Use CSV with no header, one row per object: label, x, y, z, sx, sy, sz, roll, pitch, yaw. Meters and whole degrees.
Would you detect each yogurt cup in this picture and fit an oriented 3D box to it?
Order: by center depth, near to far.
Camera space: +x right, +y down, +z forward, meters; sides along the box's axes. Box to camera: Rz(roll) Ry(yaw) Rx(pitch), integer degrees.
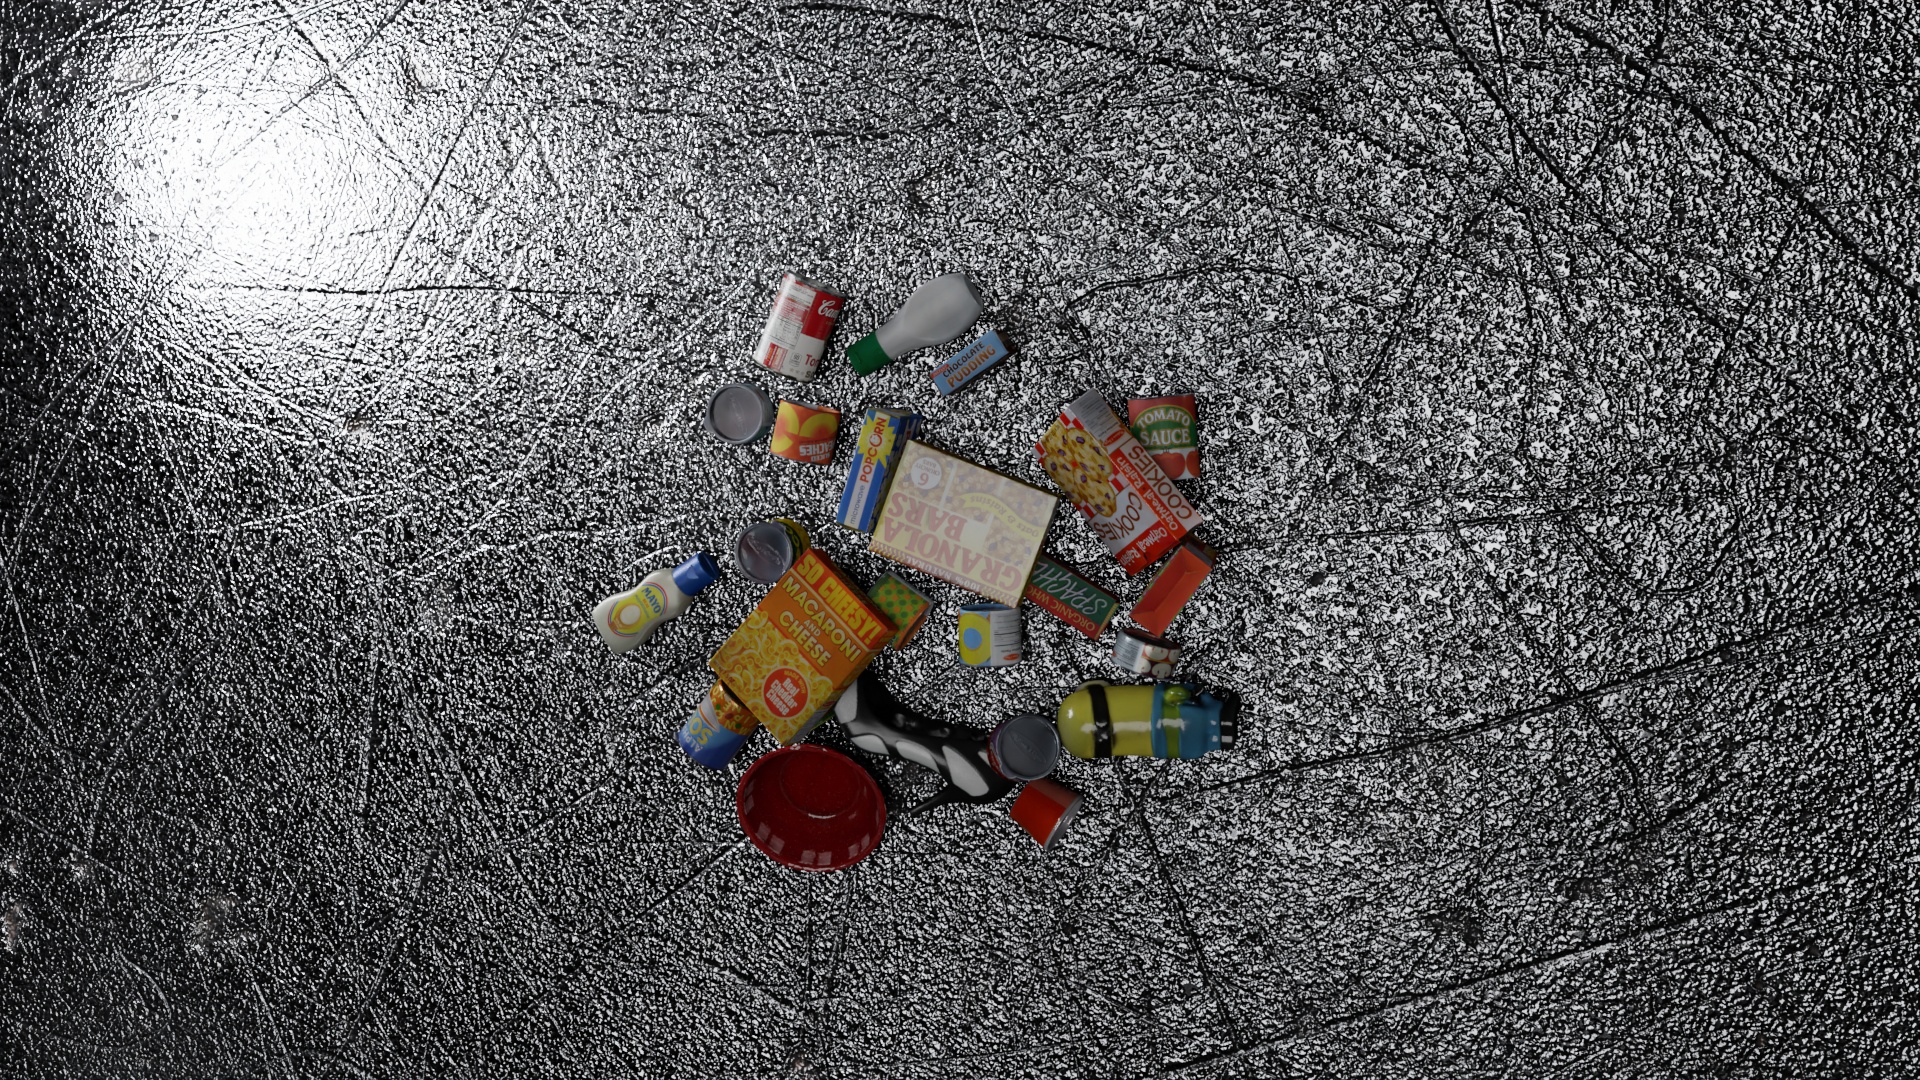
yogurt cup,0.088,0.279,1.443,0.054,0.072,0.072,33,102,17

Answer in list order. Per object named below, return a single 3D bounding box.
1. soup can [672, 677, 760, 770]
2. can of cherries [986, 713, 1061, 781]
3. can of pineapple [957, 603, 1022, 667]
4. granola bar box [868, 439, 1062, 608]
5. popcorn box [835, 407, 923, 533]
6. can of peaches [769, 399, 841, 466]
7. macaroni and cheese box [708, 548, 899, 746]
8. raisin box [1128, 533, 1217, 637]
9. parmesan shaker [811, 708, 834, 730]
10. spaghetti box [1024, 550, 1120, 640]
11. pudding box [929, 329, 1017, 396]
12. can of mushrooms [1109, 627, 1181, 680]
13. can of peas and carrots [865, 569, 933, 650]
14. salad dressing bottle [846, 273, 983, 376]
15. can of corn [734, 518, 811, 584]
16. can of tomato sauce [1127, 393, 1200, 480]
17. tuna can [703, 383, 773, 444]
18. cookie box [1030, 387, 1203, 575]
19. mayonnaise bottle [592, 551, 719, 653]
soup can,-0.262,0.198,1.520,0.071,0.071,0.083,39,103,8
can of cherries,0.061,0.212,1.409,0.071,0.058,0.071,2,78,-10
can of pineapple,0.029,0.098,1.440,0.071,0.071,0.057,0,95,14
granola bar box,0.005,-0.018,1.418,0.166,0.039,0.124,22,98,11
popcorn box,-0.084,-0.074,1.443,0.038,0.085,0.126,19,100,13
can of peaches,-0.162,-0.114,1.468,0.071,0.071,0.058,15,98,13
macaroni and cheese box,-0.162,0.109,1.430,0.124,0.040,0.166,45,101,15
raisin box,0.209,0.041,1.358,0.040,0.123,0.086,37,103,7
parmesan shaker,-0.186,0.160,1.497,0.071,0.071,0.103,-33,87,15
spaghetti box,0.049,0.018,1.446,0.250,0.029,0.050,32,102,10
pudding box,0.013,-0.183,1.427,0.083,0.050,0.030,-33,88,15
can of mushrooms,0.189,0.114,1.402,0.071,0.071,0.033,18,99,12
can of peas and carrots,-0.071,0.076,1.462,0.059,0.071,0.071,35,102,8
salad dressing bottle,-0.049,-0.222,1.443,0.147,0.044,0.064,-29,90,16
can of corn,-0.199,0.009,1.493,0.071,0.058,0.071,1,95,14
can of tomato sauce,0.202,-0.102,1.375,0.071,0.071,0.083,-4,95,15
tuna can,-0.240,-0.136,1.504,0.071,0.033,0.071,1,95,14
cookie box,0.150,-0.054,1.367,0.040,0.122,0.167,-36,85,-22
mayonnaise bottle,-0.336,0.065,1.542,0.148,0.041,0.065,-33,85,15
